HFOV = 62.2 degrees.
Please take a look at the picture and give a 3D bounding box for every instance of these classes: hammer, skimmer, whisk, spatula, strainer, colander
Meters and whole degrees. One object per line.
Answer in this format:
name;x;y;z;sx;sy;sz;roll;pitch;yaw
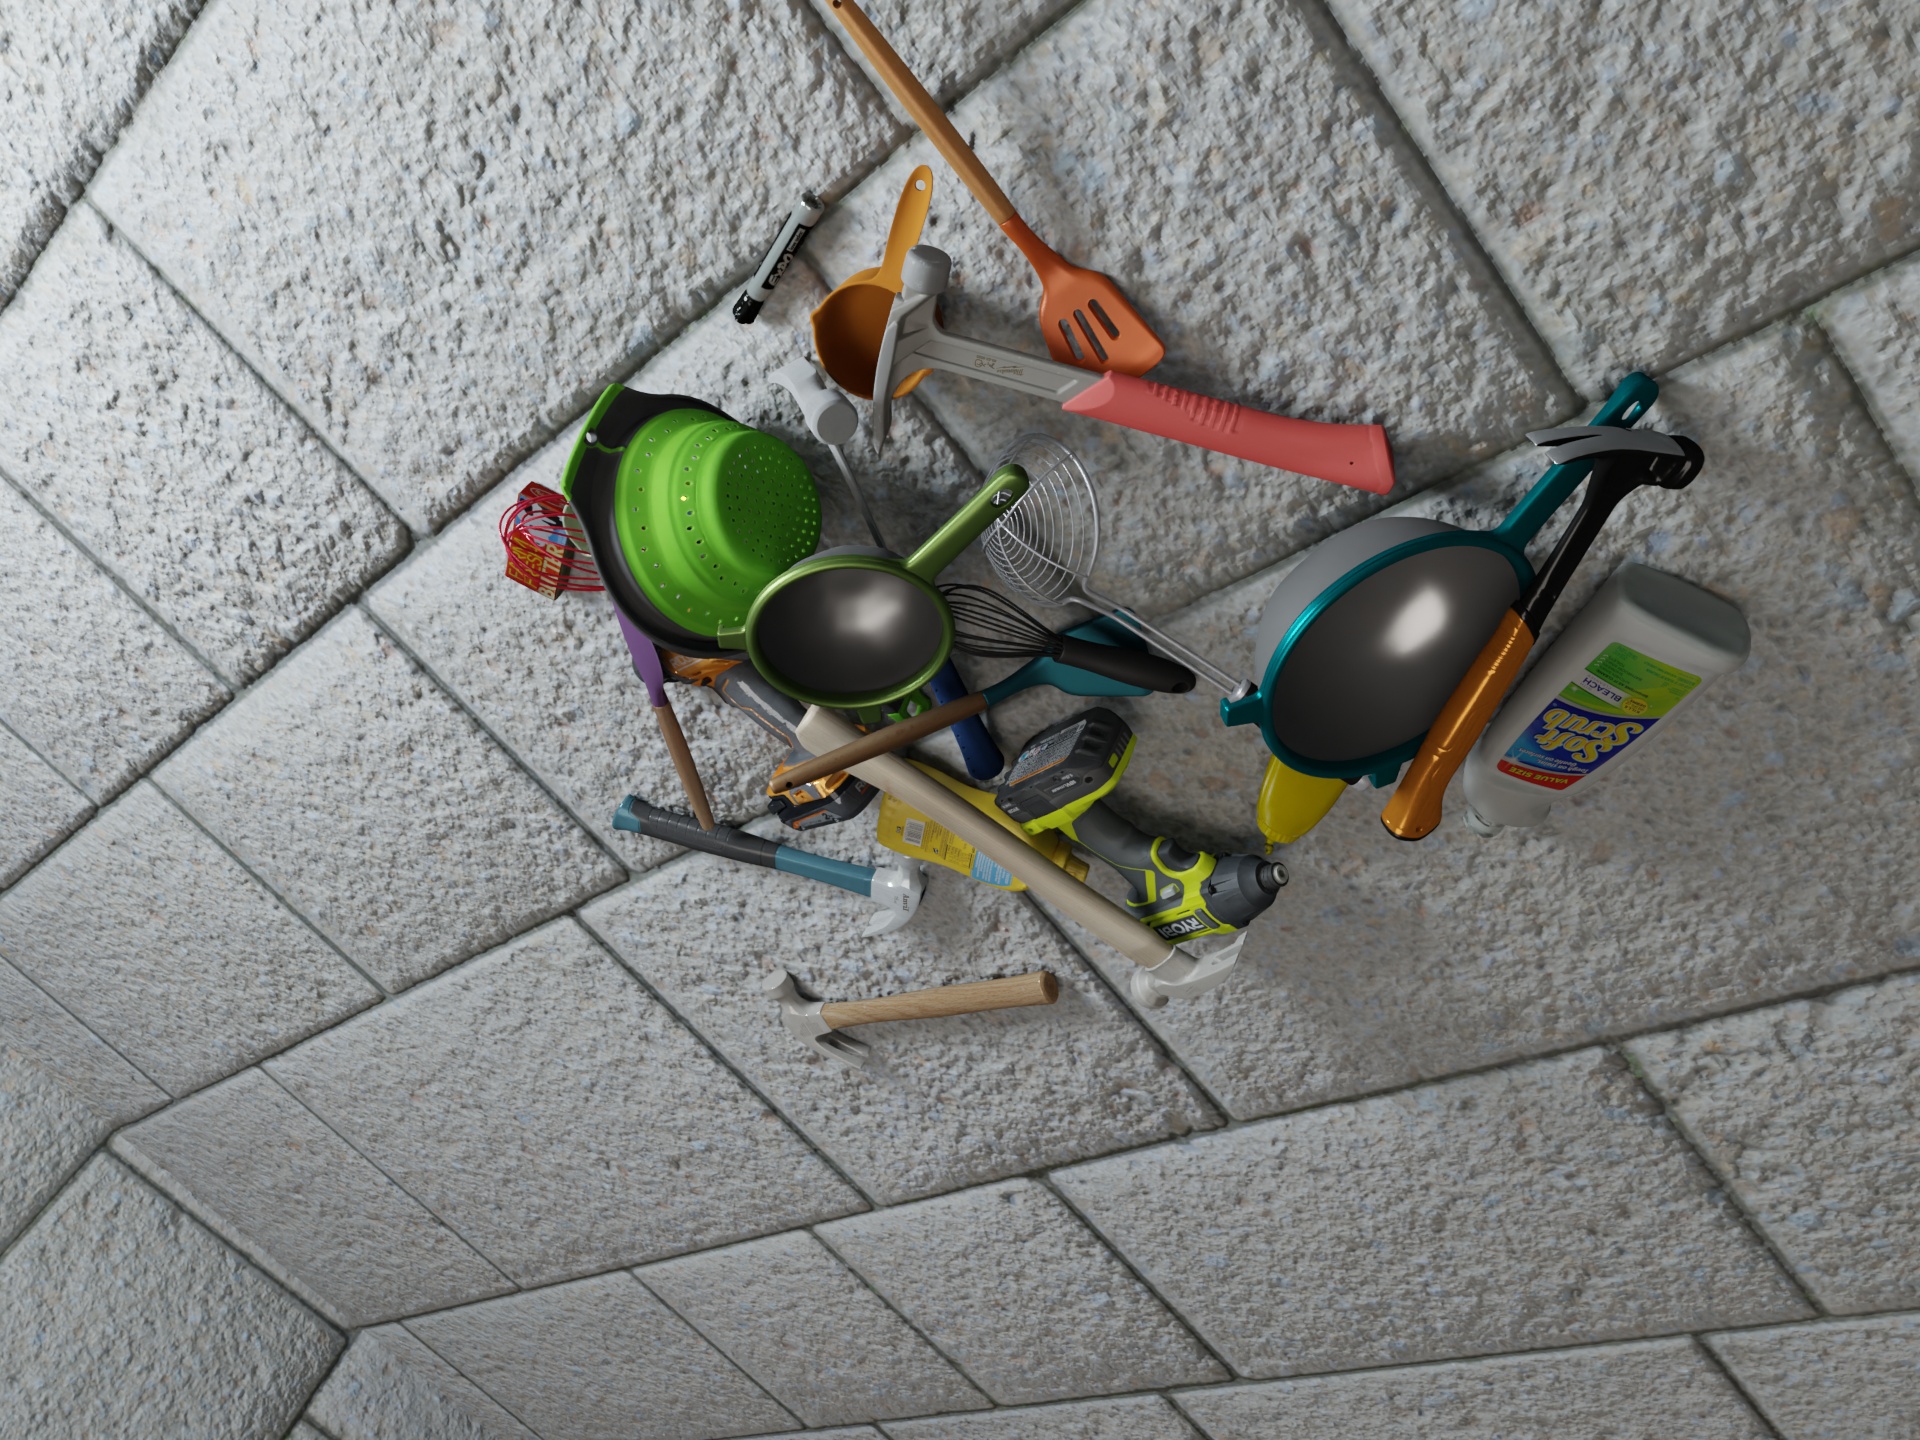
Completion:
hammer;-0.048;-0.108;1.257;0.035;0.144;0.405;-29;129;-5
hammer;-0.191;0.129;1.559;0.331;0.033;0.128;14;131;14
skimmer;0.166;-0.075;1.188;0.363;0.090;0.127;33;140;-7
whisk;-0.223;-0.119;1.259;0.295;0.073;0.073;11;145;-36
spatula;-0.002;-0.004;1.266;0.317;0.044;0.082;-23;120;-7
hammer;0.045;0.106;1.324;0.410;0.038;0.146;35;146;-9
hammer;0.120;-0.208;1.089;0.359;0.037;0.149;15;128;0
whisk;0.078;-0.058;1.224;0.238;0.055;0.055;14;137;-20
strainer;-0.046;-0.111;1.131;0.151;0.069;0.256;29;126;-32
hammer;-0.045;0.294;1.631;0.331;0.031;0.130;-14;120;33
hammer;0.362;-0.047;1.069;0.127;0.034;0.336;-1;131;-26
colander;-0.123;-0.110;1.235;0.094;0.205;0.396;-9;143;40
strainer;0.321;-0.112;1.082;0.210;0.095;0.340;20;118;-38
spatula;-0.259;0.001;1.416;0.060;0.018;0.315;39;154;33
spatula;0.015;-0.345;1.042;0.081;0.041;0.322;-28;121;30

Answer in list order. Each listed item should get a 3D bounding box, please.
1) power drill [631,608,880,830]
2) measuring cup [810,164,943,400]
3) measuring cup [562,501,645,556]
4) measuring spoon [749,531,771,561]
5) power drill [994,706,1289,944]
power drill;-0.185;-0.007;1.402;0.226;0.084;0.185;49;147;-17
measuring cup;-0.043;-0.310;1.111;0.095;0.052;0.173;24;126;3
measuring cup;-0.257;-0.153;1.357;0.167;0.038;0.083;30;132;-25
measuring spoon;-0.184;-0.132;1.342;0.042;0.021;0.128;38;135;-25
power drill;0.154;0.097;1.334;0.223;0.080;0.171;42;142;-16
